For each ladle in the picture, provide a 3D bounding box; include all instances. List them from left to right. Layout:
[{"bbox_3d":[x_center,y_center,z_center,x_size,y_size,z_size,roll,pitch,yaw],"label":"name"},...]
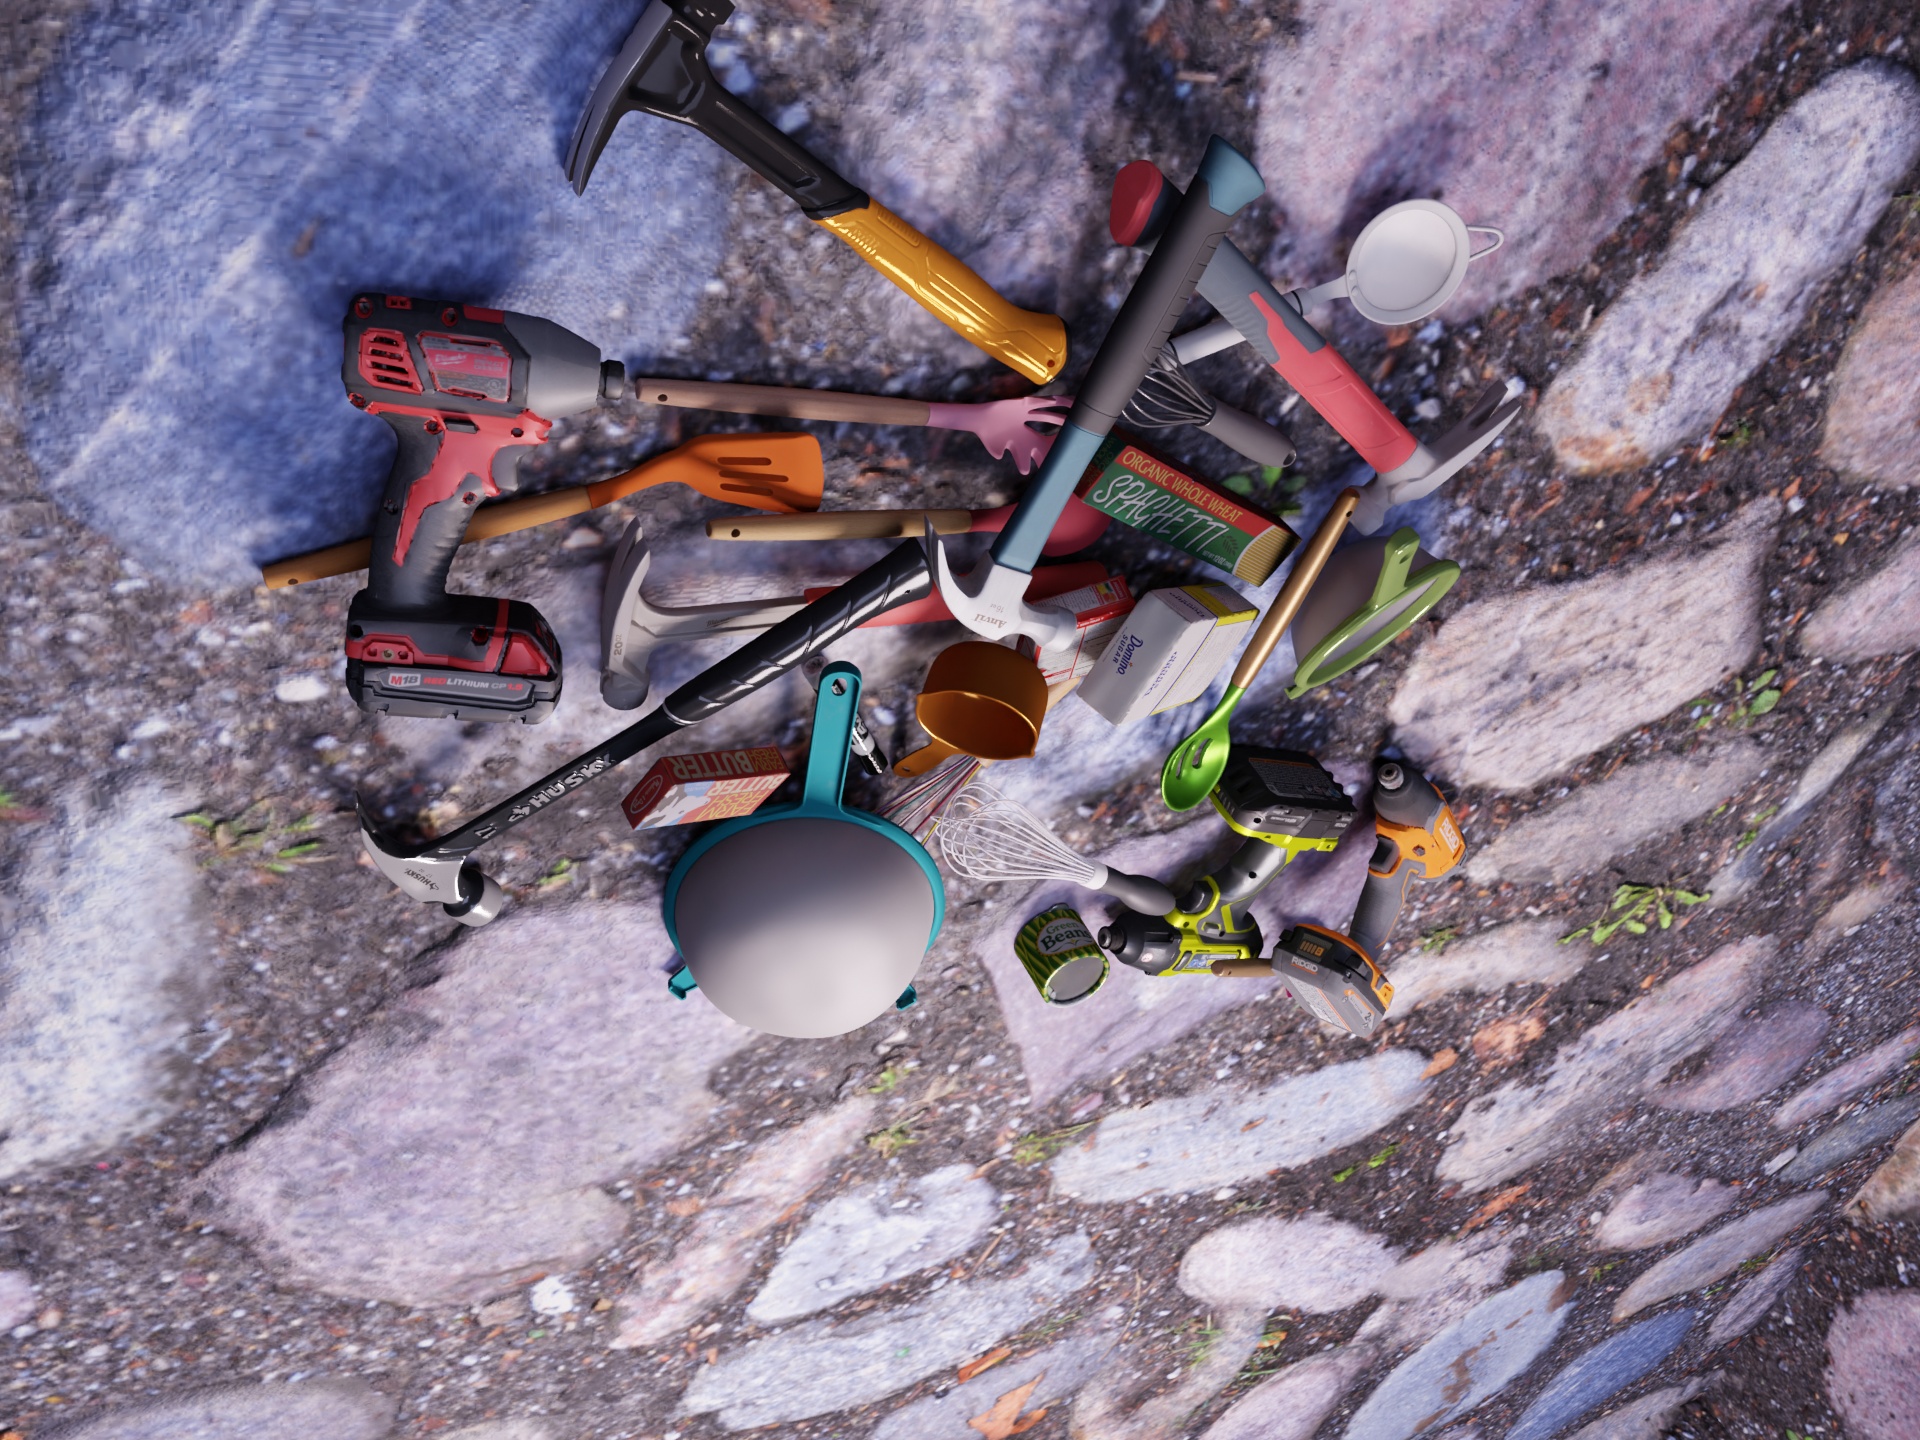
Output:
[{"bbox_3d":[-0.018,-0.130,1.028,0.315,0.031,0.069,-7,126,-33],"label":"ladle"}]

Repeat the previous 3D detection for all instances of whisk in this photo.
[{"bbox_3d":[-0.006,0.040,1.201,0.245,0.047,0.051,-43,136,3],"label":"whisk"},{"bbox_3d":[0.082,0.110,1.239,0.284,0.070,0.070,24,112,-43],"label":"whisk"},{"bbox_3d":[0.162,-0.204,1.067,0.238,0.055,0.055,11,121,-49],"label":"whisk"}]

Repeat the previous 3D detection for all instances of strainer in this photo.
[{"bbox_3d":[-0.102,0.117,1.125,0.211,0.095,0.340,5,129,-10],"label":"strainer"},{"bbox_3d":[0.233,-0.284,1.061,0.258,0.050,0.086,-22,128,-3],"label":"strainer"},{"bbox_3d":[0.297,-0.107,1.177,0.151,0.069,0.256,-34,164,-1],"label":"strainer"}]

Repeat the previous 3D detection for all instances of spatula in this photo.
[{"bbox_3d":[-0.240,-0.118,0.932,0.322,0.041,0.081,-17,154,-14],"label":"spatula"}]

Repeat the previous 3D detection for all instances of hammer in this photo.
[{"bbox_3d":[-0.195,0.000,1.012,0.409,0.036,0.149,-31,146,7],"label":"hammer"},{"bbox_3d":[-0.058,-0.275,0.907,0.336,0.034,0.127,25,111,-41],"label":"hammer"},{"bbox_3d":[-0.057,-0.083,1.054,0.359,0.037,0.149,-8,144,-26],"label":"hammer"},{"bbox_3d":[0.083,-0.189,0.955,0.128,0.033,0.331,14,121,-30],"label":"hammer"},{"bbox_3d":[0.231,-0.252,1.037,0.143,0.038,0.385,-40,138,21],"label":"hammer"}]

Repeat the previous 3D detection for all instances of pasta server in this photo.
[{"bbox_3d":[-0.044,-0.188,0.986,0.316,0.040,0.060,-1,133,-28],"label":"pasta server"}]

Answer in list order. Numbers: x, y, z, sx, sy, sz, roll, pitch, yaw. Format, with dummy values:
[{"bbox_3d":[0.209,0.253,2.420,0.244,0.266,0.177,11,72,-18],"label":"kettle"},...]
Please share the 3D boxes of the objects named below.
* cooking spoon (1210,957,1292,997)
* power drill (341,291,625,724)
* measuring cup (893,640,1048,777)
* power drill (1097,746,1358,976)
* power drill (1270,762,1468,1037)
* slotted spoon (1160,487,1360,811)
[{"bbox_3d":[0.288,0.227,1.467,0.069,0.017,0.318,-59,153,8],"label":"cooking spoon"},{"bbox_3d":[-0.262,-0.114,0.866,0.143,0.079,0.219,4,111,-17],"label":"power drill"},{"bbox_3d":[-0.002,-0.004,1.139,0.095,0.052,0.173,28,151,-17],"label":"measuring cup"},{"bbox_3d":[0.228,0.134,1.386,0.171,0.080,0.223,6,126,-34],"label":"power drill"},{"bbox_3d":[0.372,0.153,1.436,0.226,0.084,0.164,-57,137,-15],"label":"power drill"},{"bbox_3d":[0.226,-0.049,1.217,0.070,0.031,0.313,-9,138,-35],"label":"slotted spoon"}]
